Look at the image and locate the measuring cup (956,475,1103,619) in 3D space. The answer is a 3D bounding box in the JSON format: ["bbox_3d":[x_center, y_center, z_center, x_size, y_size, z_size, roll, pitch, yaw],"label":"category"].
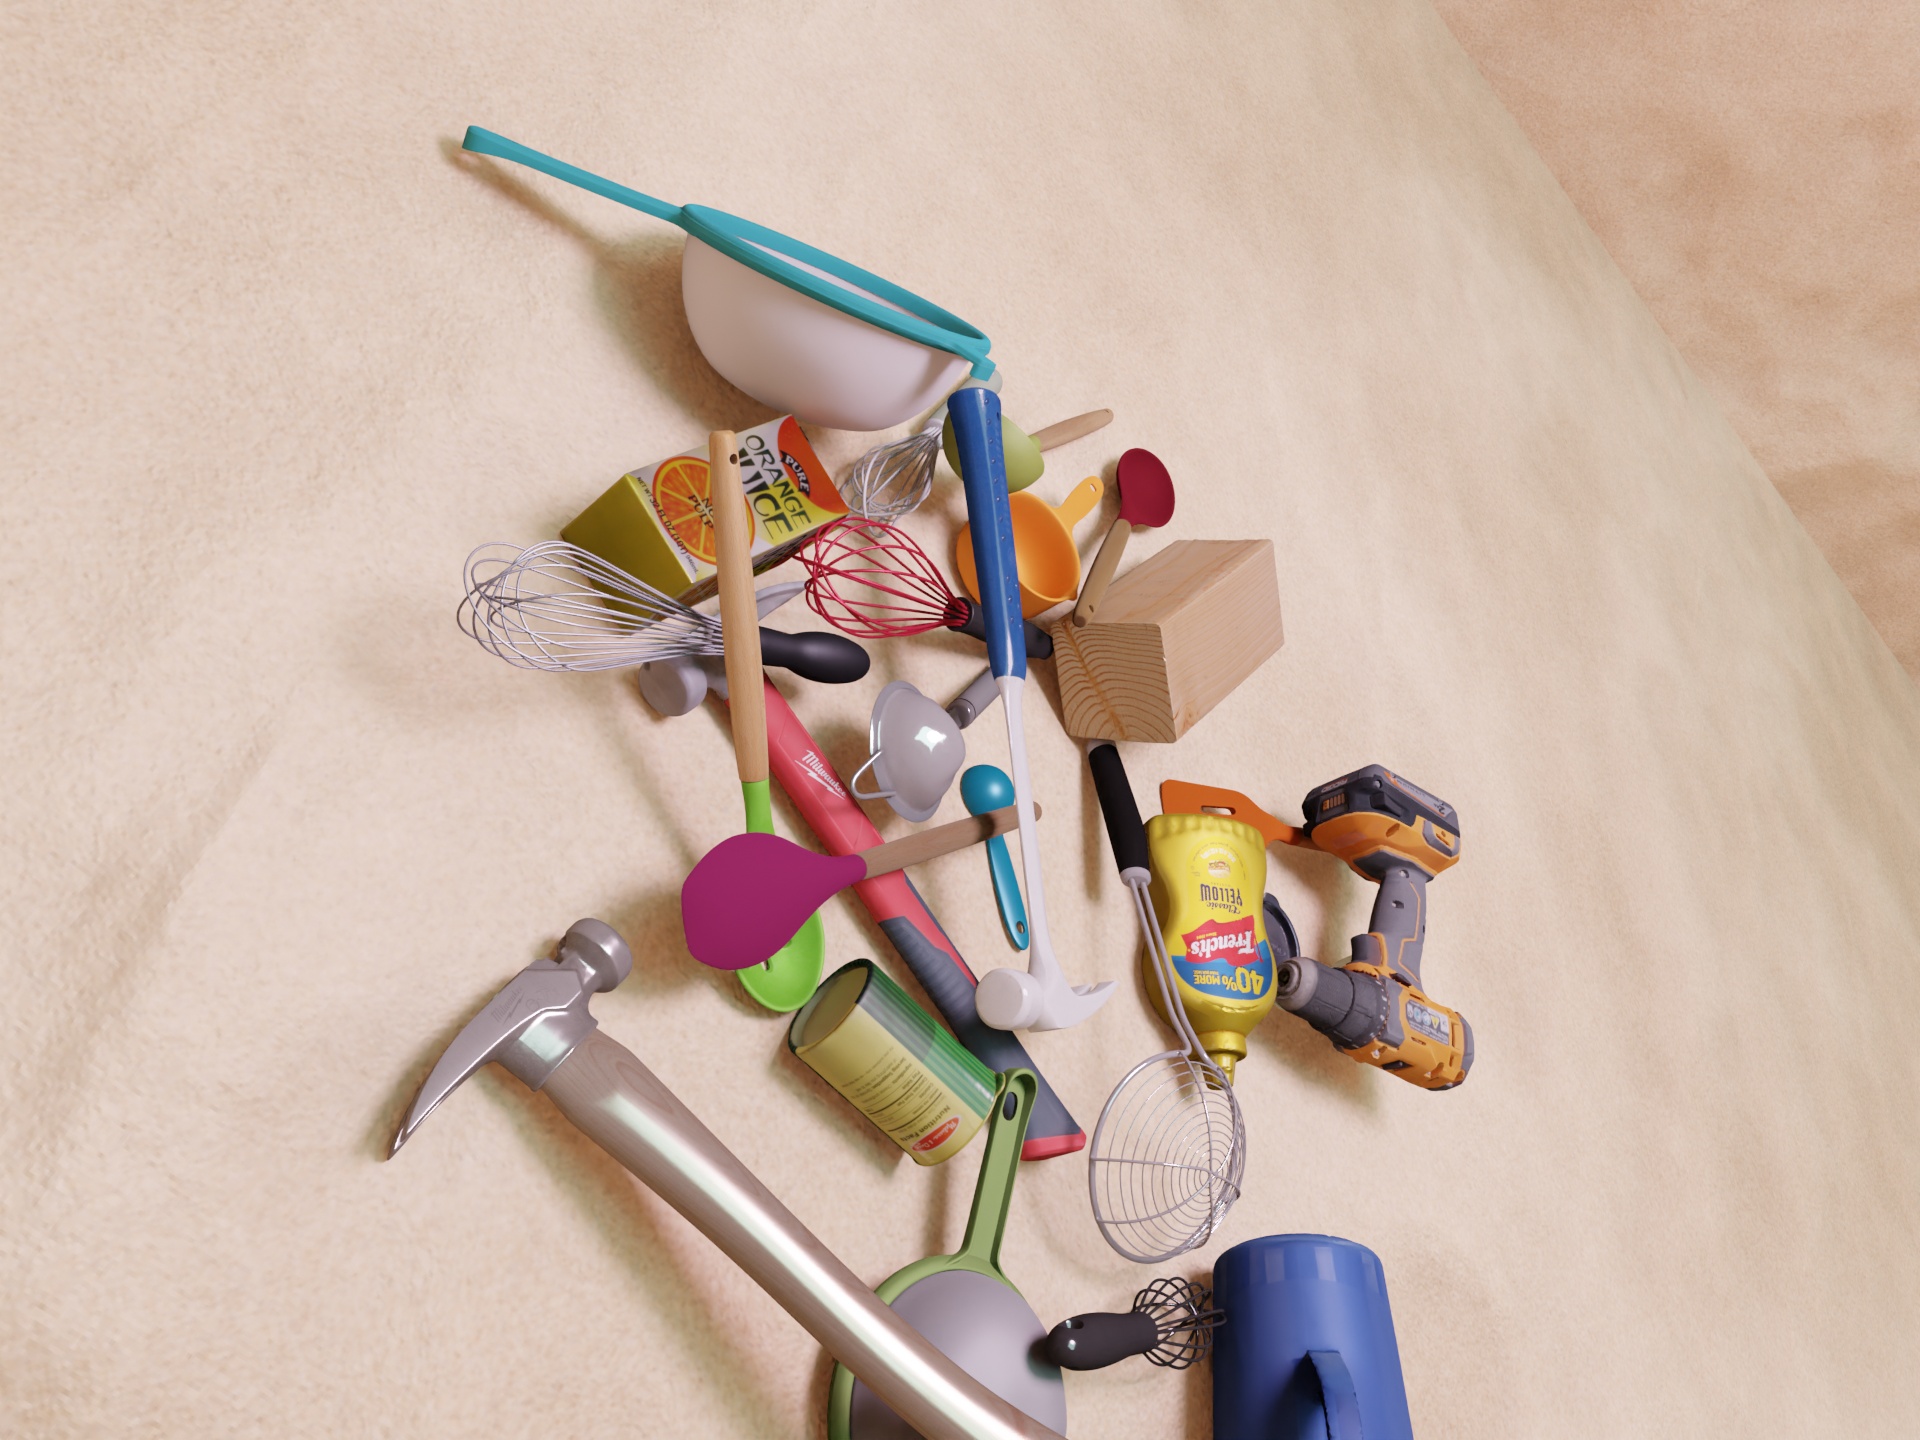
[{"bbox_3d":[0.056,-0.135,1.176,0.095,0.052,0.174,53,39,-10],"label":"measuring cup"}]

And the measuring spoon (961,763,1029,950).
[{"bbox_3d":[0.032,0.086,1.044,0.042,0.021,0.129,6,63,-45],"label":"measuring spoon"}]

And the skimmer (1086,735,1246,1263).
[{"bbox_3d":[0.108,0.168,1.052,0.127,0.090,0.364,27,36,-35],"label":"skimmer"}]

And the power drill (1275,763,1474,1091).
[{"bbox_3d":[0.307,0.149,1.205,0.185,0.084,0.226,26,55,-29],"label":"power drill"}]

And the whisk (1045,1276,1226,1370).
[{"bbox_3d":[0.097,0.342,0.893,0.238,0.055,0.055,32,44,-60],"label":"whisk"}]

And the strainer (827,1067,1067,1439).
[{"bbox_3d":[0.022,0.307,0.836,0.151,0.069,0.256,31,61,-31],"label":"strainer"}]

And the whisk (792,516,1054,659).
[{"bbox_3d":[-0.012,-0.073,1.030,0.295,0.073,0.073,15,57,-59],"label":"whisk"}]

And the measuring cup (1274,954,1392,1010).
[{"bbox_3d":[0.283,0.218,1.226,0.167,0.038,0.083,7,62,-40],"label":"measuring cup"}]

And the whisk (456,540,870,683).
[{"bbox_3d":[-0.144,-0.048,0.848,0.284,0.070,0.070,8,62,-53],"label":"whisk"}]

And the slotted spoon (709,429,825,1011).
[{"bbox_3d":[-0.110,0.005,0.840,0.070,0.031,0.313,-22,114,-50],"label":"slotted spoon"}]

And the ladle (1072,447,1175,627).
[{"bbox_3d":[0.121,-0.138,1.219,0.069,0.031,0.315,53,28,-13],"label":"ladle"}]

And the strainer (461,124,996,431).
[{"bbox_3d":[-0.151,-0.262,0.996,0.340,0.095,0.211,18,18,-16],"label":"strainer"}]

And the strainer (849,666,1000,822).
[{"bbox_3d":[-0.002,-0.003,1.014,0.258,0.050,0.087,-44,120,-65],"label":"strainer"}]

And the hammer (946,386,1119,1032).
[{"bbox_3d":[0.033,-0.012,0.982,0.144,0.035,0.406,24,56,-60],"label":"hammer"}]

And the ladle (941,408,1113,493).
[{"bbox_3d":[0.069,-0.222,1.199,0.078,0.062,0.320,34,26,10],"label":"ladle"}]

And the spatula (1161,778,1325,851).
[{"bbox_3d":[0.277,0.099,1.298,0.322,0.041,0.081,12,60,-47],"label":"spatula"}]

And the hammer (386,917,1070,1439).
[{"bbox_3d":[-0.071,0.272,0.740,0.410,0.038,0.146,41,43,0],"label":"hammer"}]

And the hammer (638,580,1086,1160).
[{"bbox_3d":[-0.035,0.096,0.956,0.386,0.038,0.143,56,39,-7],"label":"hammer"}]

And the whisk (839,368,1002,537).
[{"bbox_3d":[-0.020,-0.202,1.143,0.246,0.058,0.059,-55,145,-50],"label":"whisk"}]

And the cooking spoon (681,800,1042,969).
[{"bbox_3d":[-0.043,0.078,0.904,0.319,0.017,0.069,-12,97,-54],"label":"cooking spoon"}]
